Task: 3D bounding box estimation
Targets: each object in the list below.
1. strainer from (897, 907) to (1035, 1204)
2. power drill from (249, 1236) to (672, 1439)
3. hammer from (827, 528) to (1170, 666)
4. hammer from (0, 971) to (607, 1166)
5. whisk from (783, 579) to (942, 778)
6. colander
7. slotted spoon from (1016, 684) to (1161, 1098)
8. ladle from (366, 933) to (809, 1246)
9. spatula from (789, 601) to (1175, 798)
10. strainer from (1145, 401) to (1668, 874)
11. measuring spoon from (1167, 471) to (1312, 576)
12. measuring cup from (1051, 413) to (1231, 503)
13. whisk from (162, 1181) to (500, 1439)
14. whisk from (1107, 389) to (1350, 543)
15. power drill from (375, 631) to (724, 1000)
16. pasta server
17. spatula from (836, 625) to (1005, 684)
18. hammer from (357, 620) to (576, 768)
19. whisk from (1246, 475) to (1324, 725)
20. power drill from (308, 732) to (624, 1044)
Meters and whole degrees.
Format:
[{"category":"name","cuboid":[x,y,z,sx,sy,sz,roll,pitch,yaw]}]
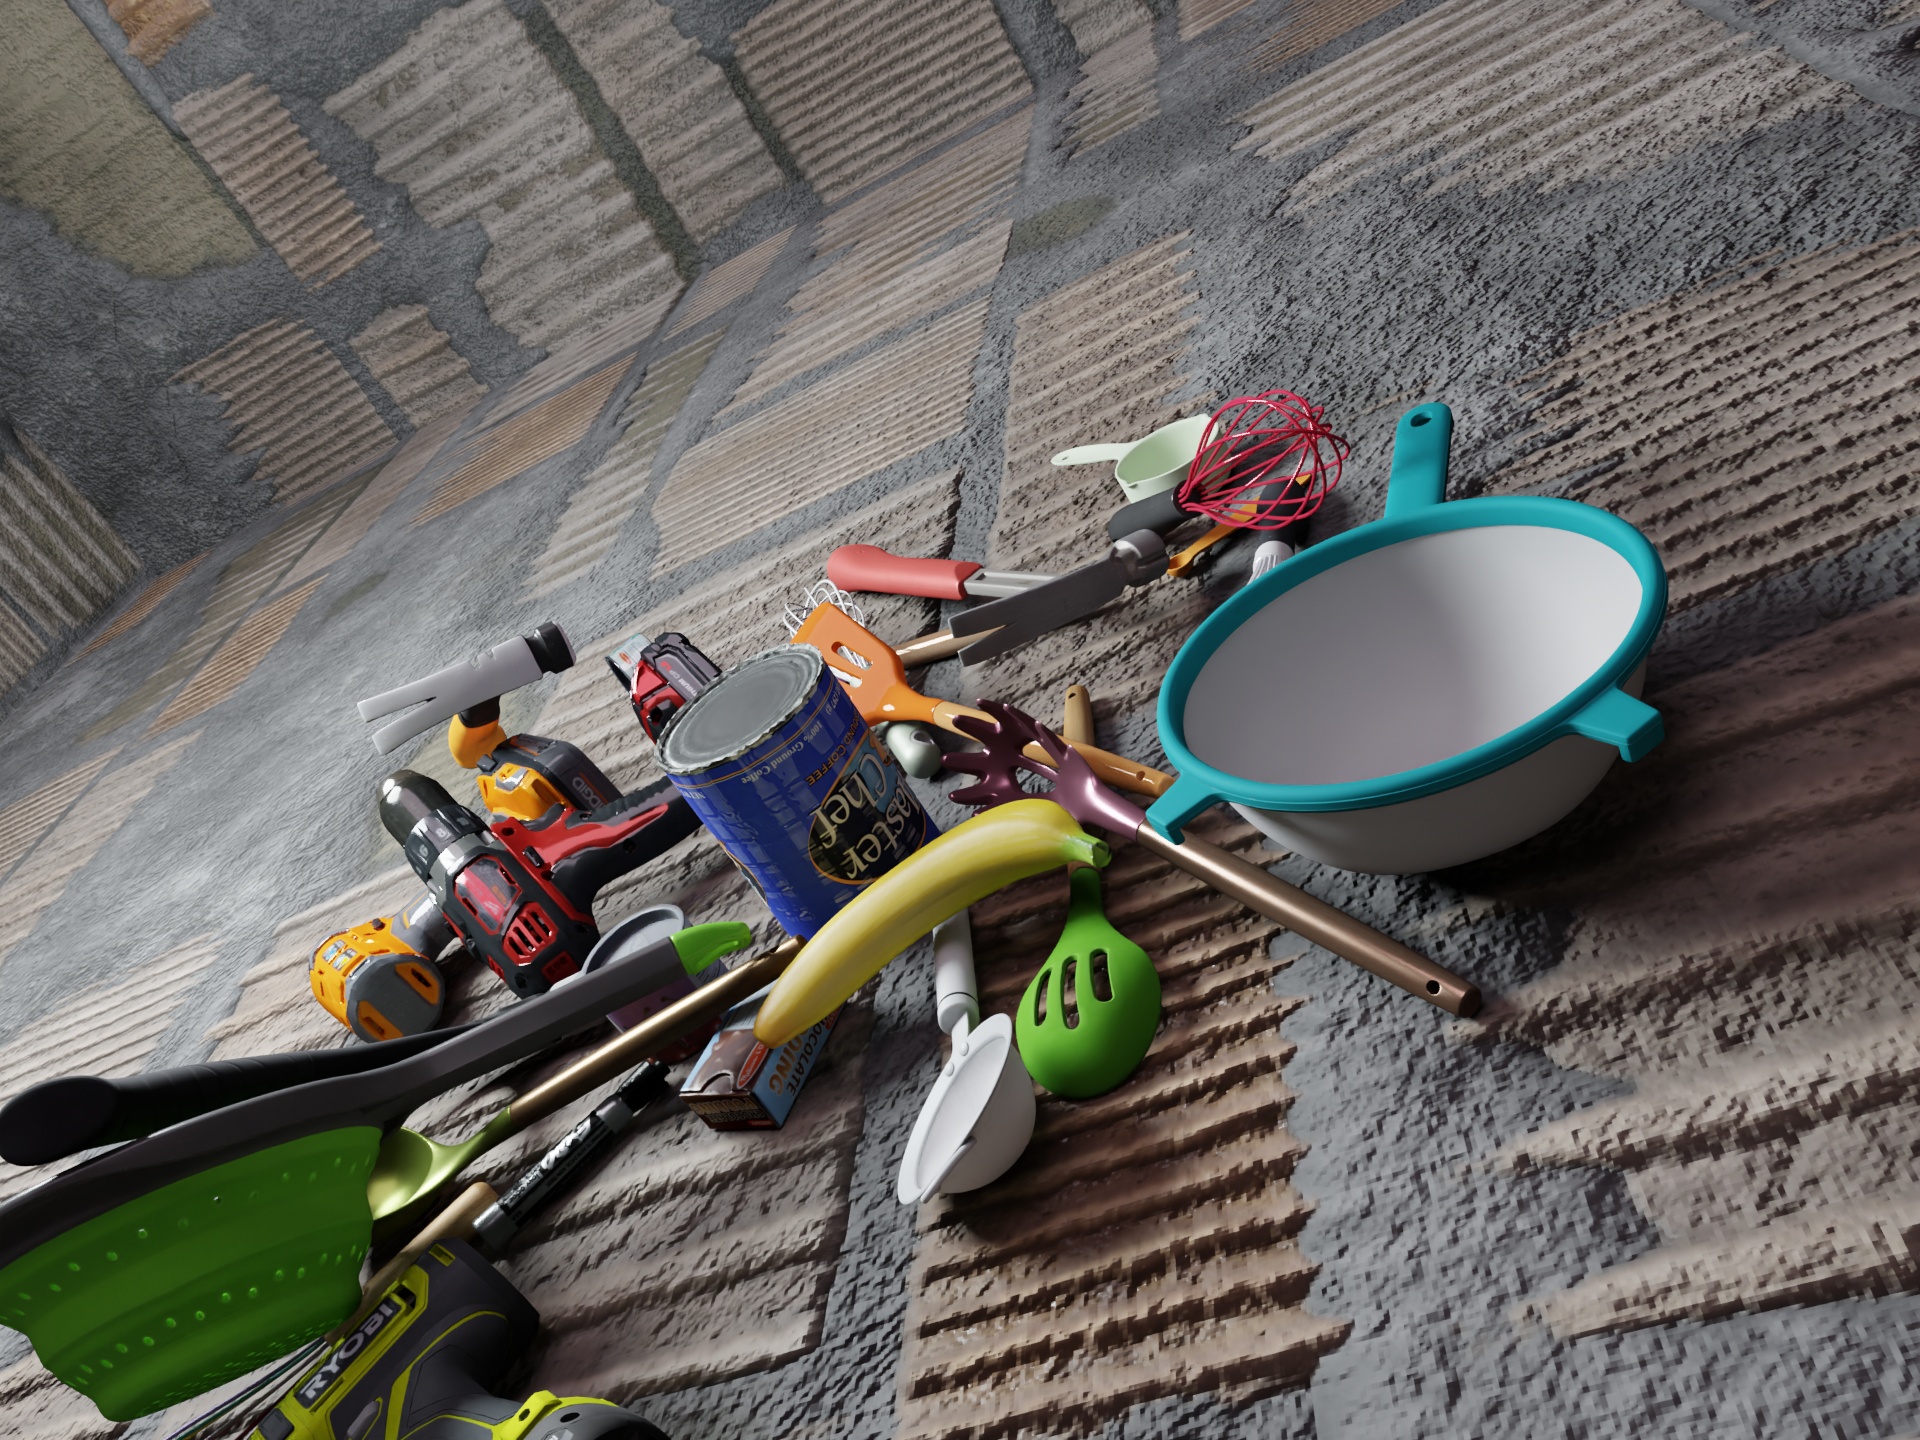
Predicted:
[{"category":"strainer","cuboid":[0.002,0.137,0.717,0.087,0.050,0.259,-55,15,18]},{"category":"power drill","cuboid":[-0.219,0.315,0.619,0.228,0.080,0.190,0,40,51]},{"category":"hammer","cuboid":[-0.017,-0.092,1.075,0.149,0.036,0.359,-25,17,-22]},{"category":"hammer","cuboid":[-0.318,0.174,0.779,0.146,0.035,0.334,-25,-12,15]},{"category":"whisk","cuboid":[-0.064,-0.028,1.039,0.247,0.057,0.059,52,127,54]},{"category":"colander","cuboid":[-0.265,0.212,0.730,0.397,0.094,0.204,-25,-15,-12]},{"category":"slotted spoon","cuboid":[0.060,0.064,0.793,0.070,0.031,0.314,-25,27,17]},{"category":"ladle","cuboid":[-0.215,0.184,0.819,0.320,0.062,0.078,-32,24,14]},{"category":"spatula","cuboid":[-0.001,-0.003,0.891,0.323,0.041,0.081,18,74,51]},{"category":"strainer","cuboid":[0.215,-0.038,0.726,0.211,0.095,0.341,-14,29,27]},{"category":"measuring spoon","cuboid":[0.176,-0.122,0.999,0.117,0.011,0.021,-35,26,-12]},{"category":"measuring cup","cuboid":[0.122,-0.173,1.111,0.083,0.038,0.168,-44,27,-21]},{"category":"whisk","cuboid":[-0.324,0.315,0.766,0.245,0.051,0.047,-43,23,-26]},{"category":"whisk","cuboid":[0.141,-0.132,0.922,0.073,0.073,0.296,-39,6,-12]},{"category":"power drill","cuboid":[-0.241,0.046,1.004,0.227,0.080,0.188,-41,64,-17]},{"category":"pasta server","cuboid":[0.097,0.059,0.713,0.316,0.040,0.060,28,105,50]},{"category":"spatula","cuboid":[-0.043,-0.042,1.086,0.316,0.018,0.060,-15,36,33]},{"category":"hammer","cuboid":[-0.340,0.002,1.095,0.127,0.034,0.337,-27,0,-20]},{"category":"whisk","cuboid":[0.171,-0.071,0.872,0.070,0.070,0.285,-19,25,25]},{"category":"power drill","cuboid":[-0.348,0.113,1.089,0.226,0.084,0.164,-49,29,-23]}]
